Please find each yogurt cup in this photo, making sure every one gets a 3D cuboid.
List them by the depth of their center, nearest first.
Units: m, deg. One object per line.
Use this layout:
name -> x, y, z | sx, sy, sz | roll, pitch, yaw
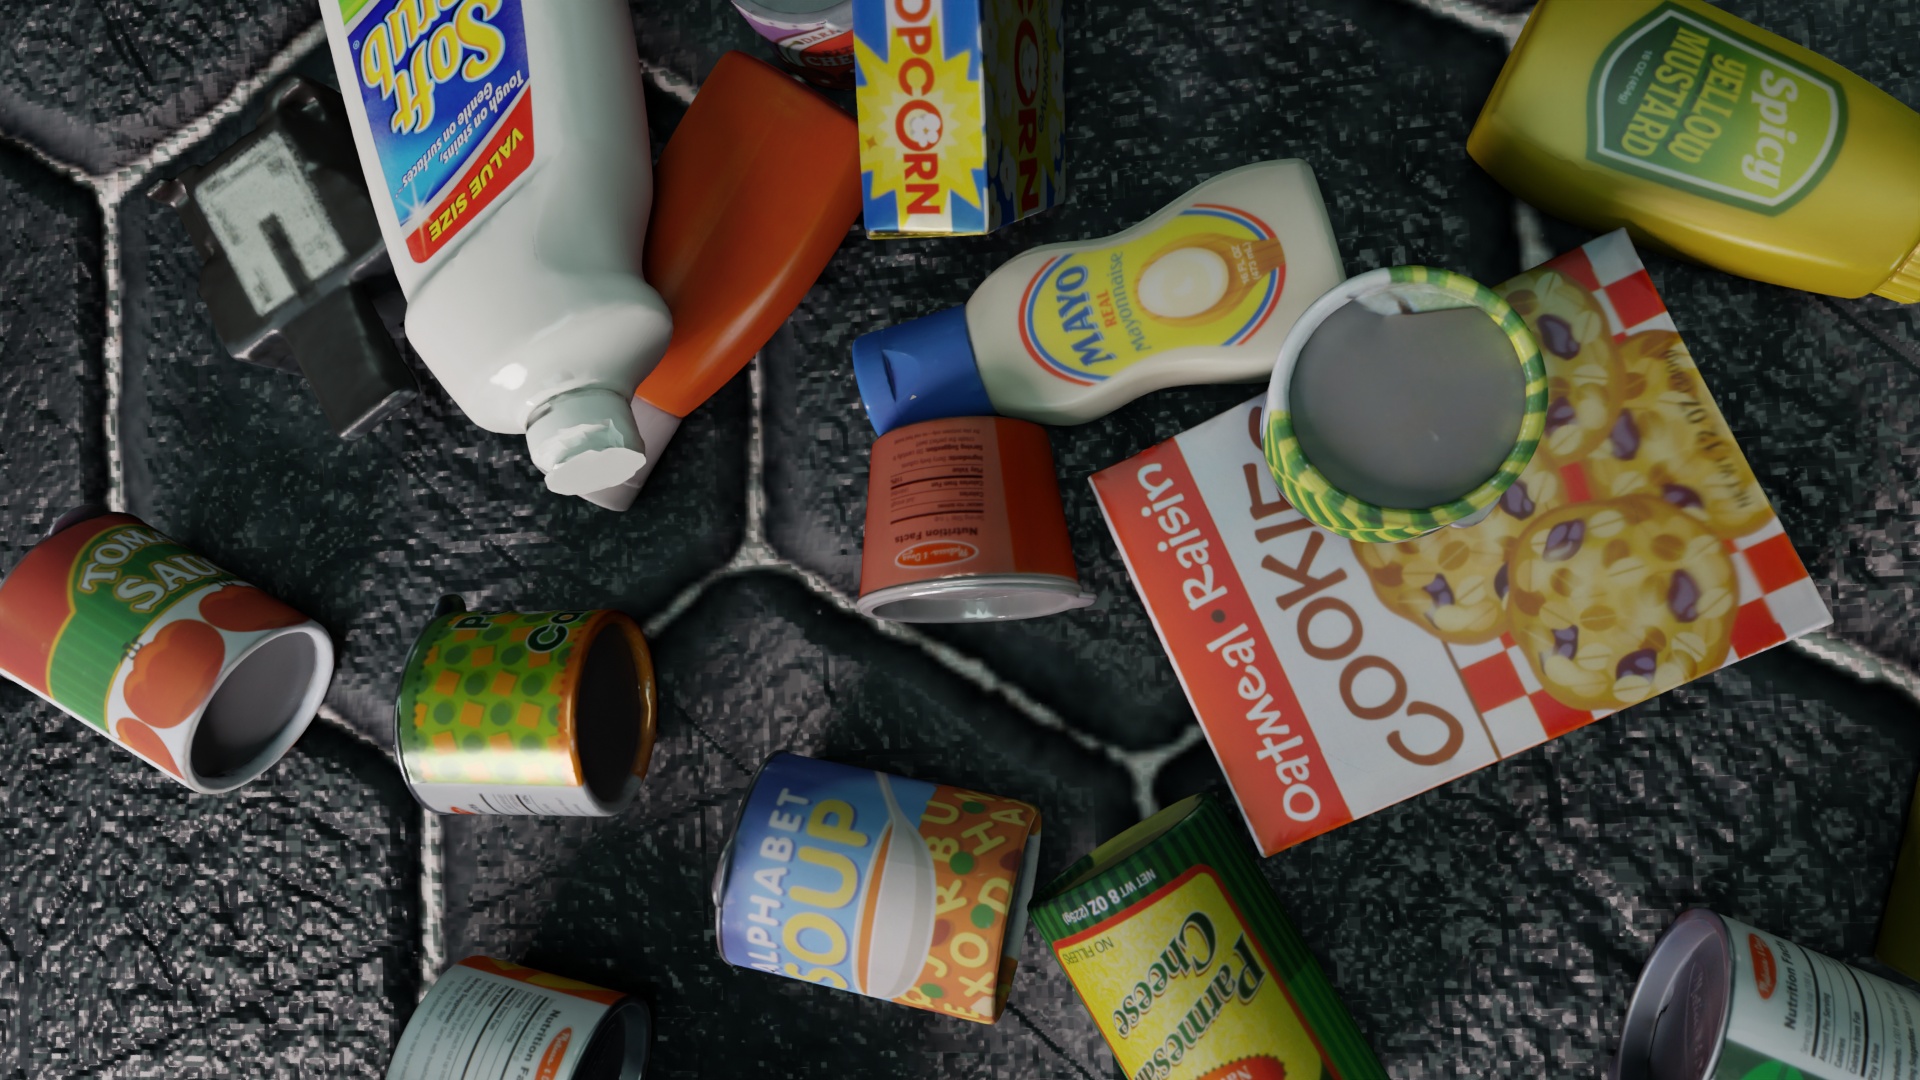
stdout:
yogurt cup -> 0.002, -0.005, 0.424 | 0.072, 0.072, 0.054 | -6, 79, 11

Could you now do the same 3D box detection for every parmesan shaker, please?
parmesan shaker -> 0.070, 0.135, 0.402 | 0.071, 0.071, 0.103 | -33, 82, 8

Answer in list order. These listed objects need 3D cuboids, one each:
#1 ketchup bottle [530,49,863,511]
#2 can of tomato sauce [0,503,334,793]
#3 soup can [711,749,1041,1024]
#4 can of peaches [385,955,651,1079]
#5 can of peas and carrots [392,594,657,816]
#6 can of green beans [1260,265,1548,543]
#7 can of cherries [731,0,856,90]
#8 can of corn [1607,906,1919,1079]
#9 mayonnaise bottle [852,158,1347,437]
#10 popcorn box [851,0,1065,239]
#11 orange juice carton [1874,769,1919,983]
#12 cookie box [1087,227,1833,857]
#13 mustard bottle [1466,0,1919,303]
ketchup bottle -> -0.087, -0.081, 0.453 | 0.065, 0.043, 0.148 | 34, 94, 16
can of tomato sauce -> -0.268, 0.036, 0.470 | 0.083, 0.071, 0.071 | 27, 93, 10
soup can -> -0.023, 0.104, 0.418 | 0.084, 0.071, 0.071 | 10, 89, 11
can of peaches -> -0.139, 0.172, 0.441 | 0.058, 0.071, 0.071 | 11, 90, 11
can of peas and carrots -> -0.136, 0.052, 0.445 | 0.059, 0.071, 0.071 | -1, 87, 10
can of green beans -> 0.113, -0.034, 0.364 | 0.071, 0.058, 0.071 | -1, 86, 10
can of cherries -> -0.041, -0.183, 0.442 | 0.071, 0.058, 0.071 | 0, 87, 10
can of corn -> 0.219, 0.143, 0.375 | 0.058, 0.071, 0.071 | 21, 92, 11
mayonnaise bottle -> 0.042, -0.066, 0.429 | 0.148, 0.041, 0.065 | -16, 86, 9
popcorn box -> 0.001, -0.155, 0.398 | 0.038, 0.085, 0.126 | 4, 109, 18
orange juice carton -> 0.353, 0.107, 0.346 | 0.193, 0.073, 0.072 | 14, 90, 11
cookie box -> 0.138, 0.003, 0.409 | 0.167, 0.040, 0.123 | -25, 83, 8
mustard bottle -> 0.230, -0.105, 0.391 | 0.160, 0.049, 0.065 | 25, 94, 11
